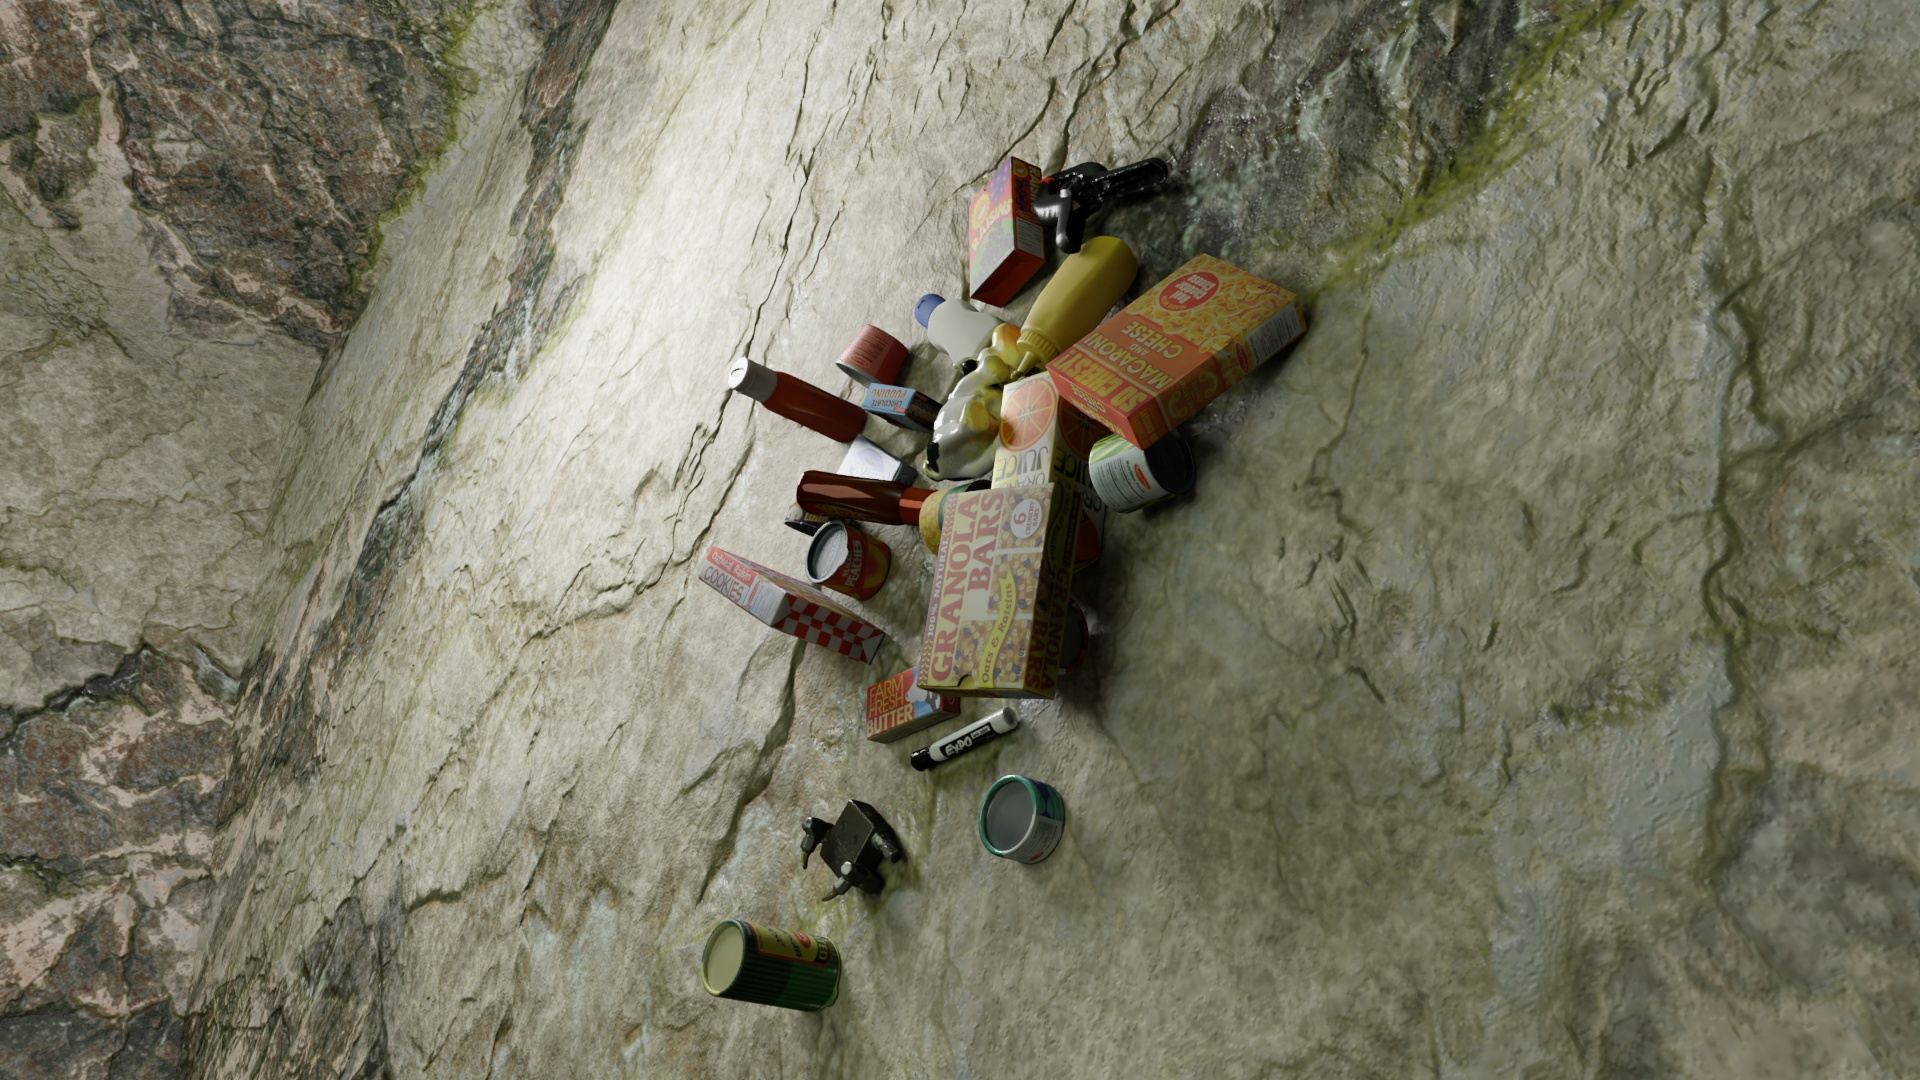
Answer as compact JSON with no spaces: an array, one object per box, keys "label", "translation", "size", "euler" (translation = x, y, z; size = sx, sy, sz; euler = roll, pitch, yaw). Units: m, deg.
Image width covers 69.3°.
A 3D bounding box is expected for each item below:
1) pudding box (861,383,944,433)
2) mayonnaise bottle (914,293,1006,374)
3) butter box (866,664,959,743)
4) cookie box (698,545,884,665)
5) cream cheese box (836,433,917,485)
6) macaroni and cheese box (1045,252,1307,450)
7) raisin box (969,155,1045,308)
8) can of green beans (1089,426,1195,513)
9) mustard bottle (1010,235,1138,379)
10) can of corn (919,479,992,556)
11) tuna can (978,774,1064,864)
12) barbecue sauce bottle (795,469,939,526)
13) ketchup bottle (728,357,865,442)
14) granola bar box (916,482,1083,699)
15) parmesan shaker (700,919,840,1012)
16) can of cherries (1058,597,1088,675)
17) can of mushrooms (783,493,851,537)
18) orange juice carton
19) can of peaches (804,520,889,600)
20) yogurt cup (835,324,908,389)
[{"label":"pudding box","translation":[-0.057,-0.134,1.408],"size":[0.084,0.049,0.030],"euler":[16,82,52]},{"label":"mayonnaise bottle","translation":[0.000,-0.210,1.391],"size":[0.064,0.041,0.148],"euler":[-57,37,8]},{"label":"butter box","translation":[-0.045,0.146,1.259],"size":[0.103,0.024,0.053],"euler":[-27,52,39]},{"label":"cookie box","translation":[-0.170,0.063,1.372],"size":[0.167,0.123,0.040],"euler":[25,90,53]},{"label":"cream cheese box","translation":[-0.088,-0.069,1.429],"size":[0.104,0.024,0.053],"euler":[36,100,52]},{"label":"macaroni and cheese box","translation":[0.169,-0.152,1.102],"size":[0.167,0.040,0.124],"euler":[-36,38,-9]},{"label":"raisin box","translation":[0.045,-0.306,1.379],"size":[0.085,0.040,0.124],"euler":[-41,41,49]},{"label":"can of green beans","translation":[0.146,-0.060,1.114],"size":[0.057,0.071,0.071],"euler":[-21,55,43]},{"label":"mustard bottle","translation":[0.093,-0.200,1.235],"size":[0.160,0.048,0.065],"euler":[-52,30,-14]},{"label":"can of corn","translation":[0.004,-0.016,1.255],"size":[0.058,0.071,0.071],"euler":[-13,61,47]},{"label":"tuna can","translation":[0.047,0.219,1.103],"size":[0.071,0.033,0.071],"euler":[-26,52,39]},{"label":"barbecue sauce bottle","translation":[-0.083,-0.038,1.349],"size":[0.148,0.065,0.044],"euler":[8,81,26]},{"label":"ketchup bottle","translation":[-0.175,-0.149,1.476],"size":[0.064,0.149,0.043],"euler":[3,74,51]},{"label":"granola bar box","translation":[0.030,0.041,1.104],"size":[0.124,0.039,0.166],"euler":[-5,70,47]},{"label":"parmesan shaker","translation":[-0.164,0.372,1.210],"size":[0.071,0.103,0.071],"euler":[-26,52,39]},{"label":"can of cherries","translation":[0.064,0.077,1.136],"size":[0.058,0.071,0.072],"euler":[-14,60,45]},{"label":"can of mushrooms","translation":[-0.147,-0.023,1.437],"size":[0.071,0.071,0.033],"euler":[7,74,51]},{"label":"orange juice carton","translation":[0.075,-0.042,1.182],"size":[0.071,0.073,0.193],"euler":[-14,60,45]},{"label":"can of peaches","translation":[-0.111,0.021,1.379],"size":[0.071,0.058,0.071],"euler":[-26,51,38]},{"label":"yogurt cup","translation":[-0.091,-0.193,1.472],"size":[0.072,0.072,0.054],"euler":[25,82,53]}]
